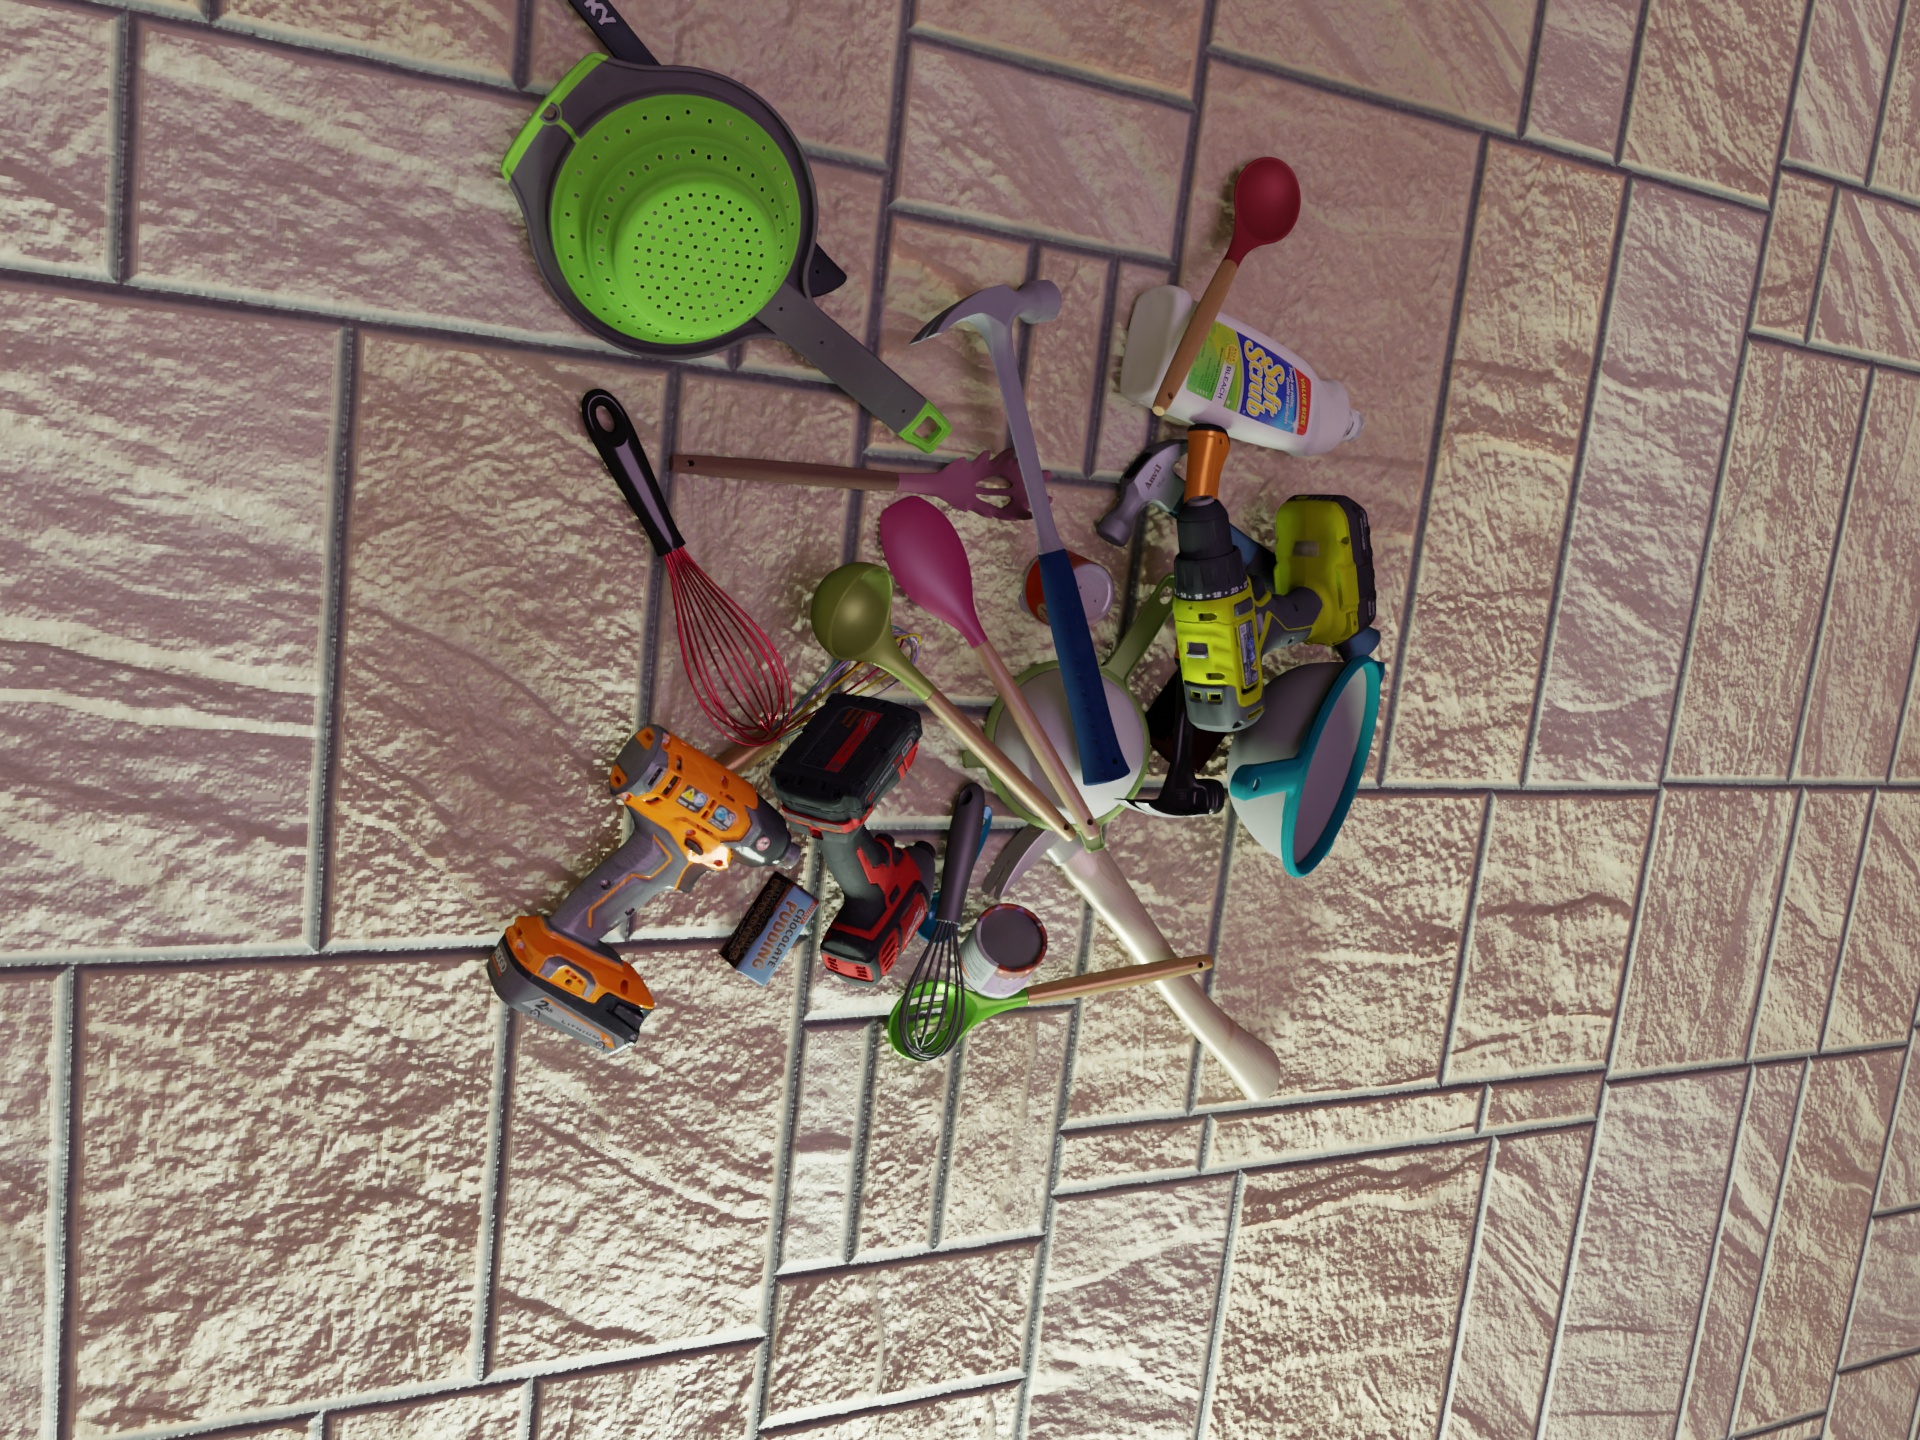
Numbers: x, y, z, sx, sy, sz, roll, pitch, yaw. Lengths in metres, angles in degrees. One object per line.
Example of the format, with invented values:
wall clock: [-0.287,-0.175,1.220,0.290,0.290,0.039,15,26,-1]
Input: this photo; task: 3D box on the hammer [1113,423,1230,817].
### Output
hammer: [0.193,-0.085,1.357,0.127,0.034,0.337,2,93,-49]

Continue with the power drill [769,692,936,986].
power drill: [-0.071,0.093,1.262,0.143,0.078,0.219,-54,146,-40]

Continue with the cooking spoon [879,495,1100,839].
cooking spoon: [0.030,-0.041,1.300,0.069,0.017,0.319,-32,94,-22]

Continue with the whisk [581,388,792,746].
whisk: [-0.207,-0.111,1.194,0.073,0.073,0.295,-31,107,-19]

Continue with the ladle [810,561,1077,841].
ladle: [-0.002,-0.004,1.264,0.320,0.062,0.078,45,70,-25]

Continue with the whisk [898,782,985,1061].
whisk: [-0.009,0.168,1.341,0.055,0.055,0.239,18,76,-30]

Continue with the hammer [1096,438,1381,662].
hammer: [0.271,-0.143,1.455,0.330,0.033,0.128,32,87,-30]

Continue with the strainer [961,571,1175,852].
strainer: [0.128,-0.022,1.360,0.151,0.069,0.256,35,83,-10]

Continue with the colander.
colander: [-0.135,-0.296,1.140,0.204,0.095,0.396,-46,128,13]

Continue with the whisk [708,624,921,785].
whisk: [-0.132,-0.002,1.265,0.245,0.047,0.051,-35,99,-13]

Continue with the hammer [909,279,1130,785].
hammer: [0.065,-0.145,1.275,0.144,0.035,0.405,-20,99,-38]

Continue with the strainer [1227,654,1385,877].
strainer: [0.271,0.033,1.402,0.340,0.095,0.211,-4,111,-60]

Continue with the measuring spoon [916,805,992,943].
measuring spoon: [-0.005,0.132,1.381,0.042,0.021,0.129,29,78,-16]

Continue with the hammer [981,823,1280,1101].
hammer: [0.180,0.233,1.489,0.146,0.038,0.410,-44,118,-11]

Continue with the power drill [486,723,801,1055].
power drill: [-0.233,0.134,1.207,0.164,0.084,0.226,35,89,-30]

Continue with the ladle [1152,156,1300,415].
ladle: [0.216,-0.360,1.319,0.069,0.031,0.316,41,56,-21]

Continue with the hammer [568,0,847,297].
hammer: [-0.219,-0.461,1.121,0.149,0.036,0.408,-49,119,-11]

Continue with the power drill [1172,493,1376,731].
power drill: [0.259,-0.116,1.348,0.228,0.080,0.190,-28,115,-42]

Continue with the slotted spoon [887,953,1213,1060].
slotted spoon: [0.082,0.243,1.417,0.313,0.031,0.070,-8,99,-17]

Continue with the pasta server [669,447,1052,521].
pasta server: [-0.073,-0.193,1.257,0.316,0.040,0.060,1,86,-27]
